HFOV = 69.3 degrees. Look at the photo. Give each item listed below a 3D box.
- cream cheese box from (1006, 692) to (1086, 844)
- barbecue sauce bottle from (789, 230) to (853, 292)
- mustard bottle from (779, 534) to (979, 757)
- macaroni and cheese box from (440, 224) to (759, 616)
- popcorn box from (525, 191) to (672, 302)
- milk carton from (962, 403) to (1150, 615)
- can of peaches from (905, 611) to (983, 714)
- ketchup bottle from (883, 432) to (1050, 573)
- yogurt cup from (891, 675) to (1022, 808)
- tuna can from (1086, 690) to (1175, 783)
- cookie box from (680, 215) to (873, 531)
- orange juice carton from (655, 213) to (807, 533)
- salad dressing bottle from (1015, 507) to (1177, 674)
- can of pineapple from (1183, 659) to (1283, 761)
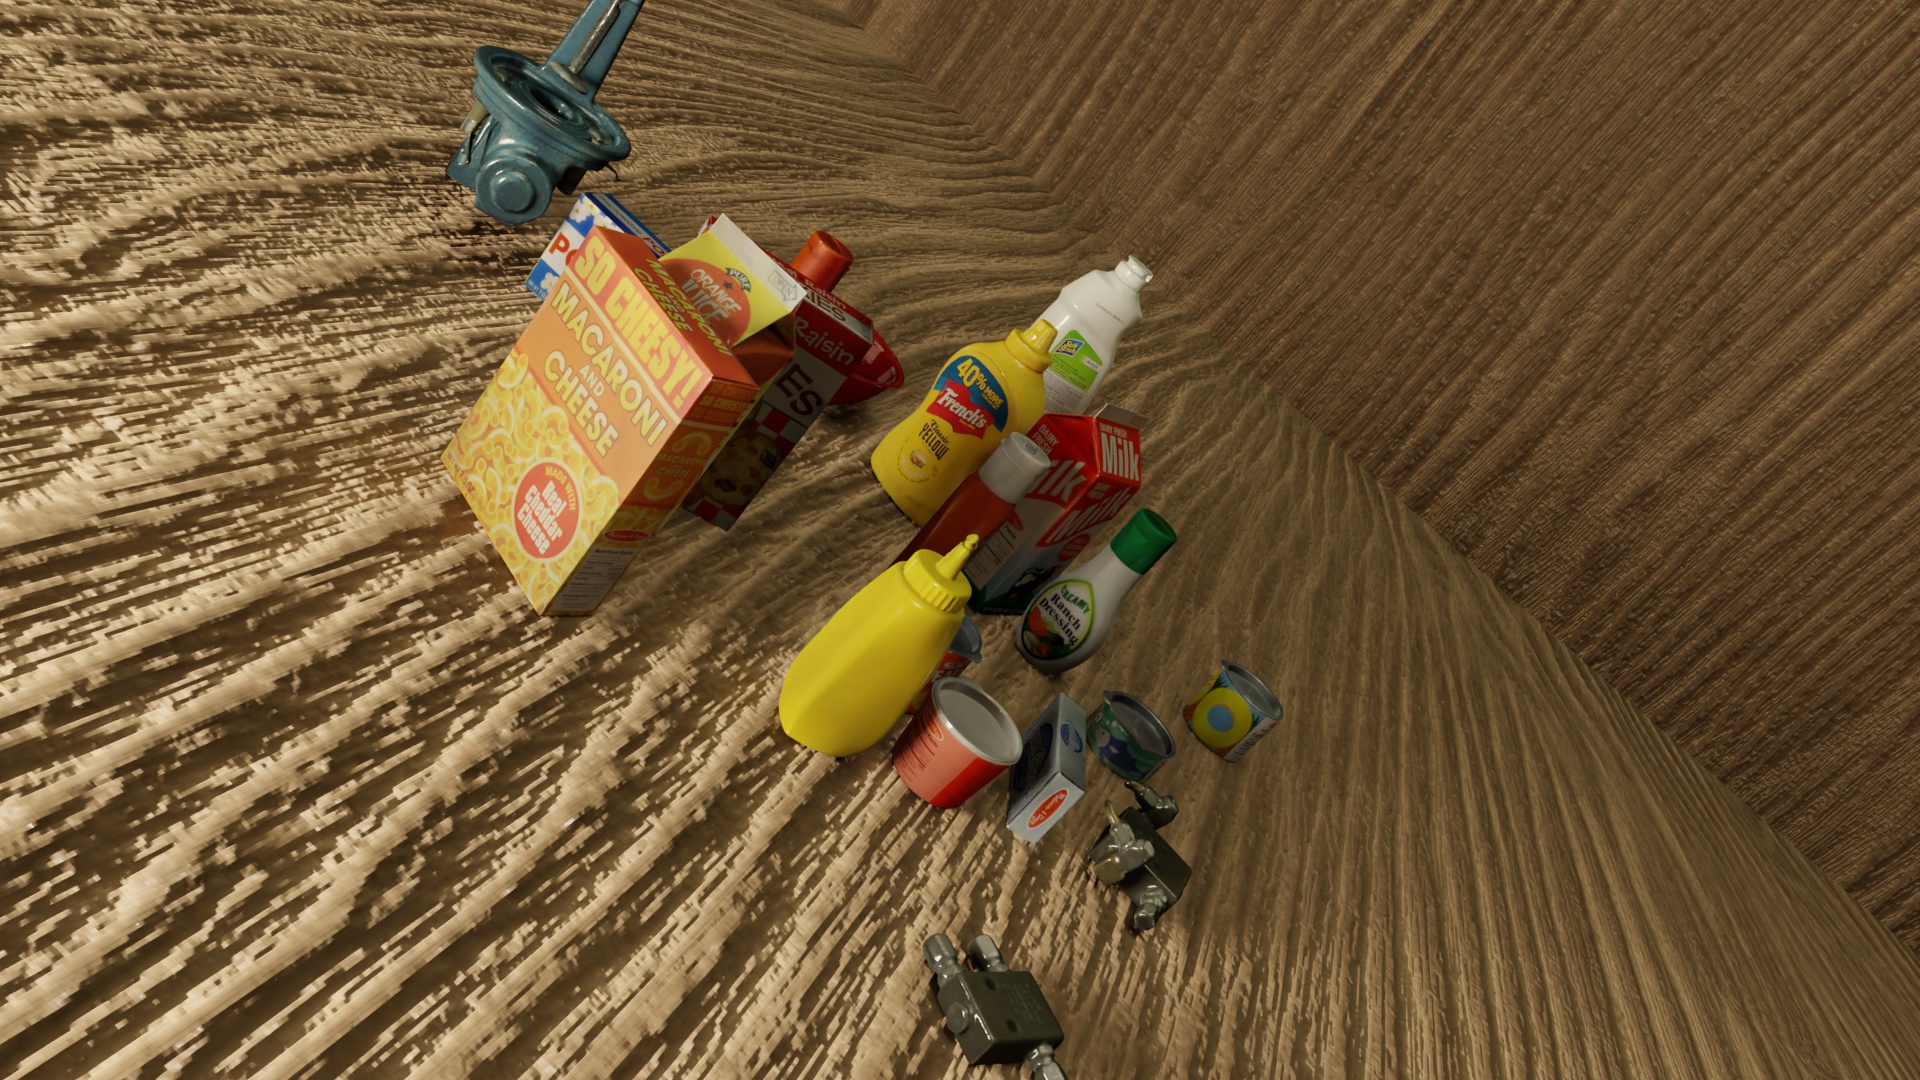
[{"bbox_3d":[0.057,0.146,0.902,0.024,0.053,0.104,37,21,-10],"label":"cream cheese box"},{"bbox_3d":[-0.138,-0.168,1.063,0.043,0.148,0.065,27,25,-33],"label":"barbecue sauce bottle"},{"bbox_3d":[-0.037,0.053,0.778,0.065,0.159,0.049,28,24,-31],"label":"mustard bottle"},{"bbox_3d":[-0.193,-0.061,0.731,0.124,0.166,0.040,50,22,24],"label":"macaroni and cheese box"},{"bbox_3d":[-0.239,-0.177,0.996,0.127,0.085,0.038,43,21,5],"label":"popcorn box"},{"bbox_3d":[0.070,-0.032,1.088,0.072,0.190,0.073,9,38,-55],"label":"milk carton"},{"bbox_3d":[-0.027,0.072,0.901,0.071,0.058,0.071,35,21,-16],"label":"can of peaches"},{"bbox_3d":[0.004,-0.012,0.994,0.043,0.148,0.065,41,20,1],"label":"ketchup bottle"},{"bbox_3d":[-0.004,0.125,0.840,0.072,0.053,0.073,35,21,-16],"label":"yogurt cup"},{"bbox_3d":[0.125,0.147,1.046,0.071,0.032,0.071,35,22,-16],"label":"tuna can"},{"bbox_3d":[-0.153,-0.103,0.881,0.123,0.167,0.040,31,22,-23],"label":"cookie box"},{"bbox_3d":[-0.167,-0.091,0.799,0.072,0.192,0.073,46,21,12],"label":"orange juice carton"},{"bbox_3d":[0.104,0.039,1.066,0.064,0.147,0.044,51,23,25],"label":"salad dressing bottle"},{"bbox_3d":[0.233,0.146,1.197,0.071,0.057,0.071,35,21,-16],"label":"can of pineapple"}]
